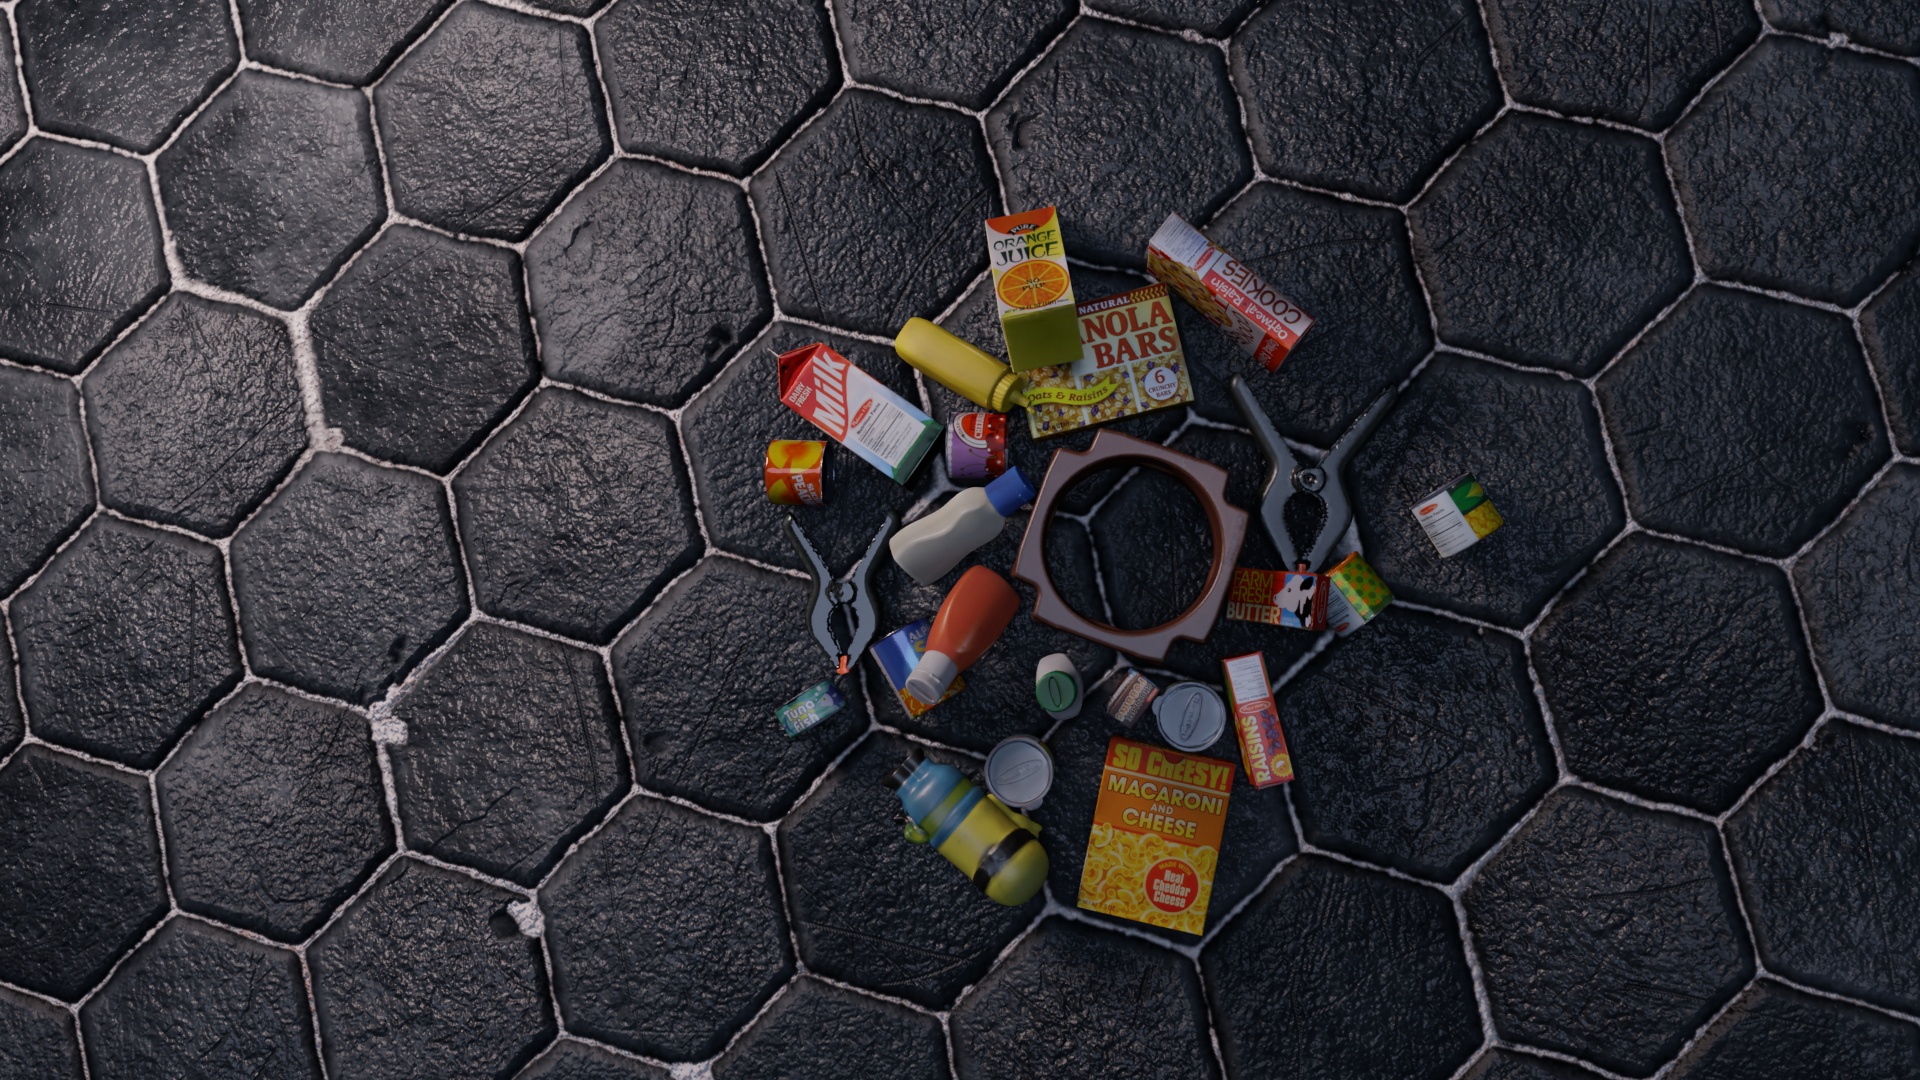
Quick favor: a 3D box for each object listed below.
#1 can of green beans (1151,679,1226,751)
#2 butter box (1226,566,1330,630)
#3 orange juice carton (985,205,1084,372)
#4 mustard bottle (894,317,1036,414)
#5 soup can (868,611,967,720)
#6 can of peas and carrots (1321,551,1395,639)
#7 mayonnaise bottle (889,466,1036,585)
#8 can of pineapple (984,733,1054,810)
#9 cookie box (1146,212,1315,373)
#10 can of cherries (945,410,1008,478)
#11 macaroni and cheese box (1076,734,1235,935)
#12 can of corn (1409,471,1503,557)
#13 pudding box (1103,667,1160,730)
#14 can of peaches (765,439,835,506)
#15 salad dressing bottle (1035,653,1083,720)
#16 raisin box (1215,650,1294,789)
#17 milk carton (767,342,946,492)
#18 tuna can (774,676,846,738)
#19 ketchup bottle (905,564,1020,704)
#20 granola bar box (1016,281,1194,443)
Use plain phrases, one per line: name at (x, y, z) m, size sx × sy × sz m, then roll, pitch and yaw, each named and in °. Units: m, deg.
can of green beans at (0.221, 0.168, 1.341) m, size 0.071 × 0.058 × 0.071 m, roll 0°, pitch 86°, yaw 6°
butter box at (0.302, 0.055, 1.328) m, size 0.103 × 0.024 × 0.053 m, roll 5°, pitch 87°, yaw 50°
orange juice carton at (0.069, -0.260, 1.357) m, size 0.072 × 0.072 × 0.193 m, roll -11°, pitch 49°, yaw 5°
mustard bottle at (0.012, -0.166, 1.372) m, size 0.160 × 0.065 × 0.049 m, roll 32°, pitch 89°, yaw 19°
soup can at (-0.039, 0.124, 1.365) m, size 0.071 × 0.071 × 0.084 m, roll -31°, pitch 84°, yaw 3°
can of peas and carrots at (0.374, 0.051, 1.333) m, size 0.071 × 0.071 × 0.059 m, roll -39°, pitch 83°, yaw 2°
mayonnaise bottle at (0.005, -0.017, 1.362) m, size 0.148 × 0.064 × 0.041 m, roll -35°, pitch 42°, yaw 14°
can of pineapple at (0.059, 0.225, 1.353) m, size 0.071 × 0.058 × 0.071 m, roll 0°, pitch 86°, yaw 6°
cookie box at (0.257, -0.236, 1.335) m, size 0.167 × 0.123 × 0.040 m, roll 40°, pitch 92°, yaw 7°
can of cherries at (0.017, -0.096, 1.374) m, size 0.058 × 0.071 × 0.071 m, roll 2°, pitch 86°, yaw 6°
macaroni and cheese box at (0.189, 0.284, 1.345) m, size 0.124 × 0.040 × 0.166 m, roll 12°, pitch 87°, yaw 5°
can of corn at (0.476, -0.025, 1.329) m, size 0.071 × 0.071 × 0.058 m, roll -32°, pitch 84°, yaw 3°
pudding box at (0.164, 0.151, 1.336) m, size 0.030 × 0.083 × 0.049 m, roll 36°, pitch 90°, yaw 4°
can of peaches at (-0.160, -0.066, 1.390) m, size 0.058 × 0.071 × 0.071 m, roll 2°, pitch 86°, yaw 7°
salad dressing bottle at (0.093, 0.139, 1.311) m, size 0.044 × 0.147 × 0.064 m, roll -14°, pitch 85°, yaw 5°
raisin box at (0.279, 0.169, 1.322) m, size 0.040 × 0.086 × 0.123 m, roll -14°, pitch 85°, yaw 3°
milk carton at (-0.110, -0.133, 1.389) m, size 0.191 × 0.072 × 0.073 m, roll 35°, pitch 90°, yaw 6°
tuna can at (-0.148, 0.166, 1.371) m, size 0.071 × 0.071 × 0.033 m, roll -32°, pitch 85°, yaw 3°
ketchup bottle at (-0.001, 0.093, 1.336) m, size 0.064 × 0.043 × 0.149 m, roll 40°, pitch 53°, yaw -5°
granola bar box at (0.138, -0.177, 1.384) m, size 0.165 × 0.039 × 0.124 m, roll -14°, pitch 84°, yaw 4°
